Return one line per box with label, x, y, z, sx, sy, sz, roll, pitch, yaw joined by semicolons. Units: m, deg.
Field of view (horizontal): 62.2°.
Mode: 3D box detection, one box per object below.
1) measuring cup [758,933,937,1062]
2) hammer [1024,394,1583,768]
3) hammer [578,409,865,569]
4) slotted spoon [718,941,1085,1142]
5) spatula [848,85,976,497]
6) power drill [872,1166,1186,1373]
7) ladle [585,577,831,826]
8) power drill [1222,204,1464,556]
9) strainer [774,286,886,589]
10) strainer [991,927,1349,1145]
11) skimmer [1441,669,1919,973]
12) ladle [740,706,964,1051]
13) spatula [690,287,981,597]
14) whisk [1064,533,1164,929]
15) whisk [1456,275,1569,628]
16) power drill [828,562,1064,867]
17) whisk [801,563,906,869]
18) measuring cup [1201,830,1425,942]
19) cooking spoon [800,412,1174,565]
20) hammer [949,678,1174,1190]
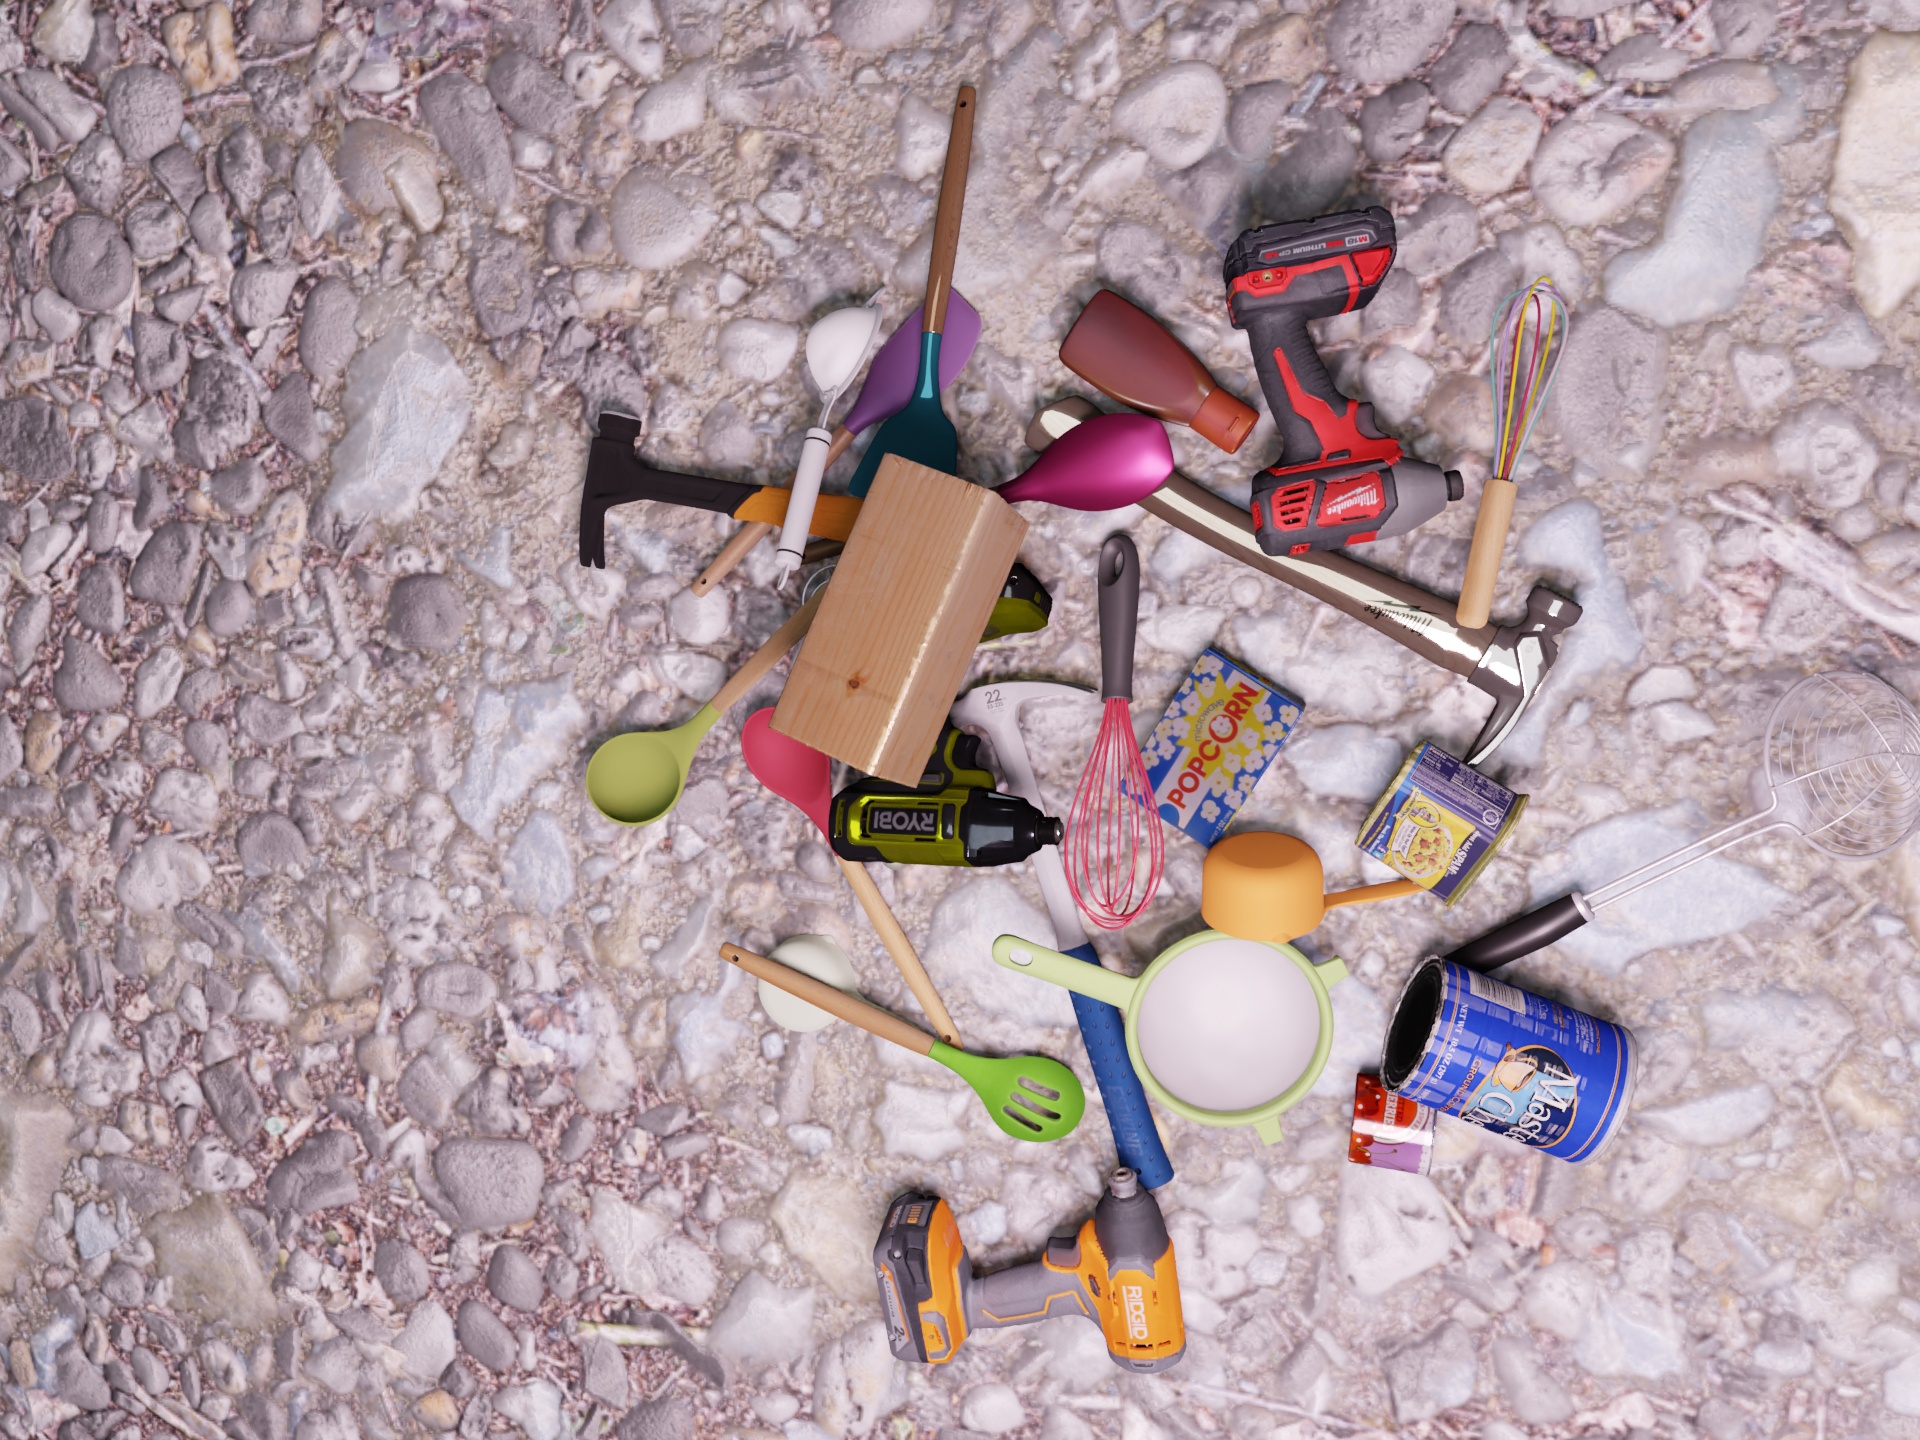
measuring cup;-0.088;0.234;1.275;0.167;0.038;0.083;27;102;13
hammer;0.226;-0.114;1.157;0.411;0.038;0.146;29;104;11
hammer;-0.144;-0.158;1.230;0.337;0.034;0.127;11;93;20
slotted spoon;-0.047;0.247;1.246;0.314;0.031;0.070;25;98;3
spatula;-0.019;-0.317;1.187;0.082;0.044;0.317;9;92;15
power drill;0.053;0.417;1.224;0.226;0.084;0.164;-4;108;13
ladle;-0.179;-0.026;1.236;0.320;0.062;0.078;-42;80;26
power drill;0.260;-0.229;1.094;0.143;0.078;0.220;-9;87;5
strainer;-0.105;-0.218;1.183;0.050;0.087;0.258;19;74;-27
strainer;0.145;0.201;1.178;0.256;0.069;0.151;19;99;0
skimmer;0.492;0.094;1.111;0.363;0.090;0.127;-33;89;26
ladle;-0.079;0.127;1.269;0.069;0.031;0.315;-30;89;20
spatula;-0.102;-0.208;1.244;0.316;0.018;0.060;-44;83;14
whisk;0.114;0.005;1.158;0.073;0.073;0.296;-2;76;15
whisk;0.372;-0.184;1.086;0.051;0.047;0.245;13;89;11
power drill;-0.002;-0.004;1.172;0.171;0.080;0.223;1;79;20
whisk;-0.075;-0.001;1.246;0.059;0.058;0.246;-14;97;-14
measuring cup;0.259;0.110;1.147;0.173;0.095;0.052;-8;112;-4
cooking spoon;0.008;-0.163;1.200;0.319;0.017;0.068;-14;100;24
hammer;0.089;0.162;1.222;0.144;0.035;0.405;-18;91;16
